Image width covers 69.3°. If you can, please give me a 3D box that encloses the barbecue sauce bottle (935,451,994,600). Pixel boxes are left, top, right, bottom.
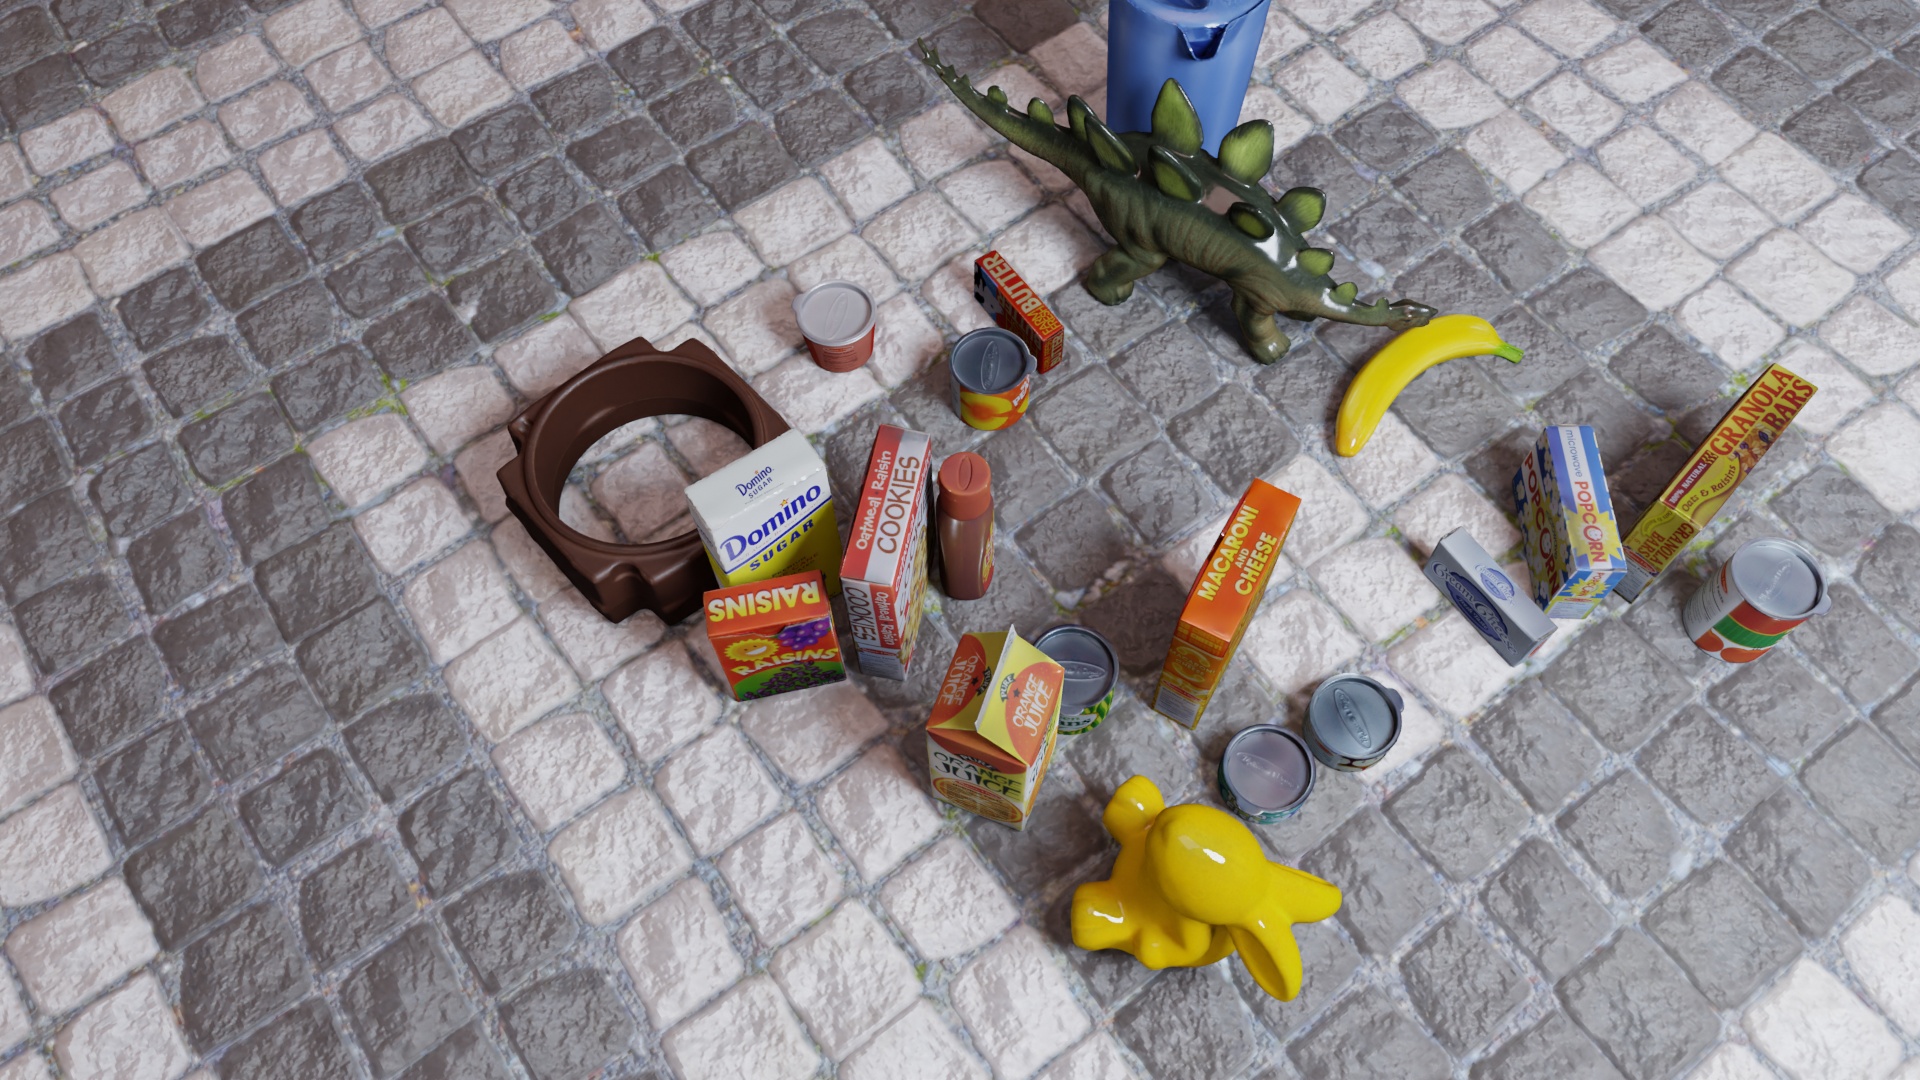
[{"bbox_3d":[0.004,-0.013,1.031,0.044,0.148,0.065,4,62,3],"label":"barbecue sauce bottle"}]

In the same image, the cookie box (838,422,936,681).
[{"bbox_3d":[-0.050,0.012,1.008,0.040,0.166,0.123,9,63,6],"label":"cookie box"}]

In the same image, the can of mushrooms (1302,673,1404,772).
[{"bbox_3d":[0.287,0.132,1.012,0.071,0.033,0.071,0,62,1],"label":"can of mushrooms"}]

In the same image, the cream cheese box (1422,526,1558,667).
[{"bbox_3d":[0.397,0.043,1.047,0.024,0.053,0.104,-31,65,-14],"label":"cream cheese box"}]

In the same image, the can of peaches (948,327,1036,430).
[{"bbox_3d":[0.027,-0.132,1.145,0.071,0.057,0.071,0,62,1],"label":"can of peaches"}]

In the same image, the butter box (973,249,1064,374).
[{"bbox_3d":[0.049,-0.194,1.181,0.024,0.053,0.104,-31,66,-14],"label":"butter box"}]

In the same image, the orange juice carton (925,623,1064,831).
[{"bbox_3d":[0.023,0.125,0.931,0.073,0.191,0.072,18,64,11],"label":"orange juice carton"}]

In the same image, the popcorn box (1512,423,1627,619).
[{"bbox_3d":[0.461,-0.014,1.059,0.038,0.085,0.127,0,62,1],"label":"popcorn box"}]

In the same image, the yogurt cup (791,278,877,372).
[{"bbox_3d":[-0.103,-0.179,1.175,0.072,0.053,0.073,0,62,1],"label":"yogurt cup"}]

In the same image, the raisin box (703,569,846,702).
[{"bbox_3d":[-0.132,0.071,1.002,0.086,0.123,0.040,-10,62,-4],"label":"raisin box"}]

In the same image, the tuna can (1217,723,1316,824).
[{"bbox_3d":[0.217,0.170,0.994,0.071,0.032,0.071,0,62,1],"label":"tuna can"}]

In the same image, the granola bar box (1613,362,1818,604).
[{"bbox_3d":[0.560,-0.043,1.050,0.039,0.123,0.166,40,70,20],"label":"granola bar box"}]

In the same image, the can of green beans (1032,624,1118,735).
[{"bbox_3d":[0.081,0.103,1.018,0.071,0.057,0.071,0,62,1],"label":"can of green beans"}]

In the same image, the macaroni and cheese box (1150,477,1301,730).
[{"bbox_3d":[0.185,0.049,0.984,0.040,0.165,0.124,26,66,14],"label":"macaroni and cheese box"}]

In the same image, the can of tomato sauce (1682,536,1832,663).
[{"bbox_3d":[0.587,0.046,1.025,0.071,0.082,0.071,0,62,1],"label":"can of tomato sauce"}]
